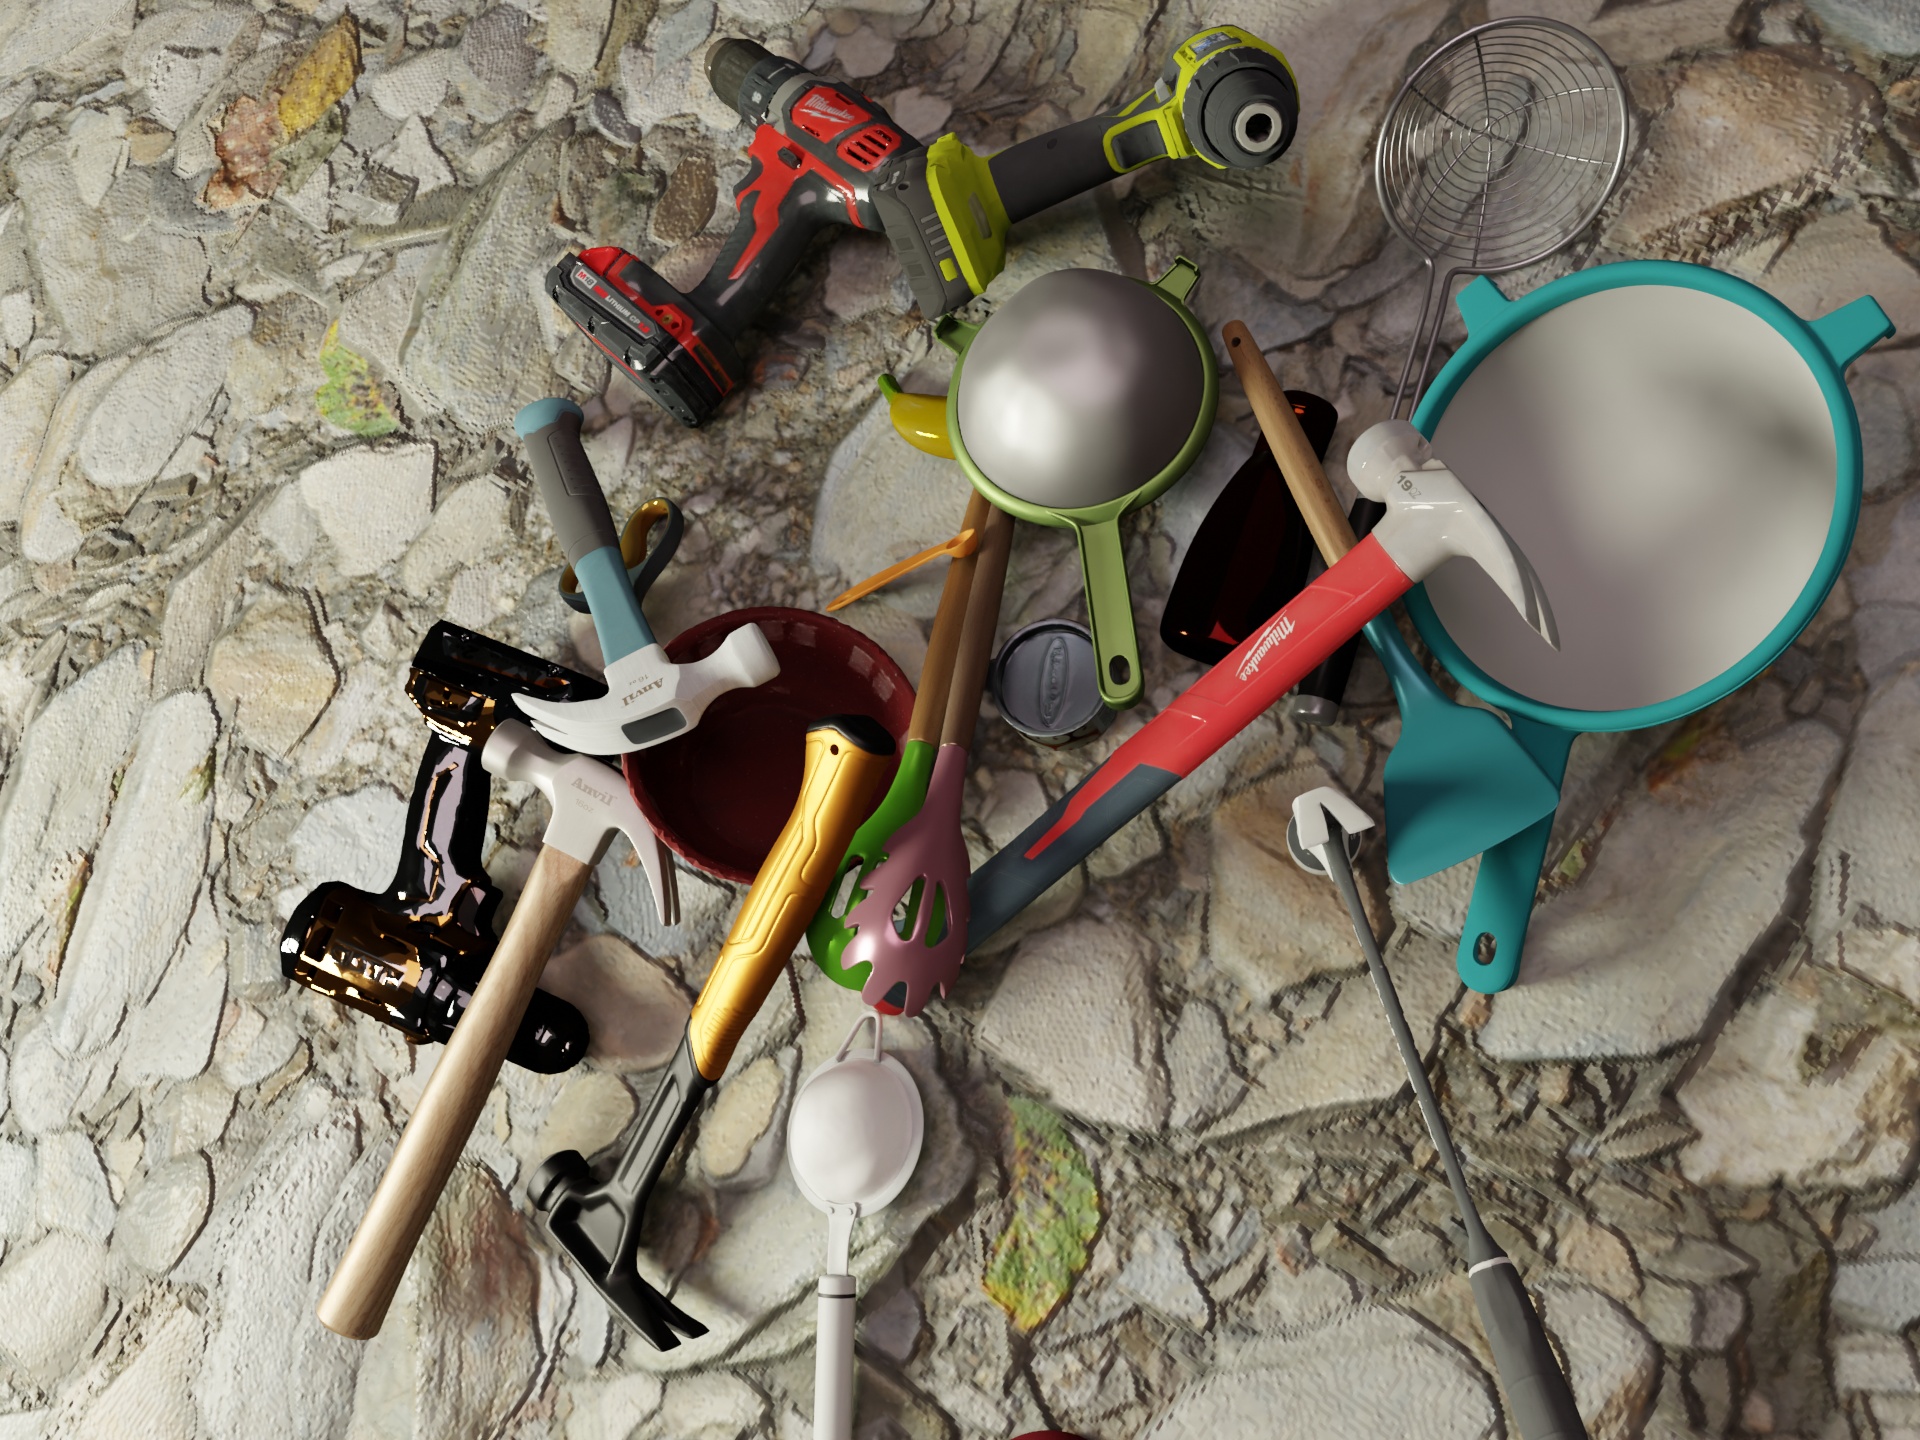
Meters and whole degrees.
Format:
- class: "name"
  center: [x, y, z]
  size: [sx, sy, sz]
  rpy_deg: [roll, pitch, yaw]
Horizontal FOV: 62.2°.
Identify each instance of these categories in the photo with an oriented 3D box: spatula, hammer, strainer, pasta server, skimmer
- class: "spatula"
  center: [0.188, -0.075, 0.772]
  size: [0.082, 0.044, 0.318]
  rpy_deg: [-32, 63, 26]
- class: "hammer"
  center: [-0.253, 0.174, 0.843]
  size: [0.130, 0.031, 0.331]
  rpy_deg: [25, 91, 7]
- class: "strainer"
  center: [0.064, -0.134, 0.826]
  size: [0.151, 0.069, 0.256]
  rpy_deg: [-10, 71, 12]
- class: "pasta server"
  center: [-0.001, -0.003, 0.814]
  size: [0.060, 0.040, 0.316]
  rpy_deg: [18, 56, -10]
- class: "hammer"
  center: [0.095, 0.031, 0.755]
  size: [0.386, 0.038, 0.143]
  rpy_deg: [-42, 42, 20]
- class: "hammer"
  center: [0.223, 0.218, 0.682]
  size: [0.036, 0.149, 0.409]
  rpy_deg: [-20, 75, 8]
- class: "strainer"
  center: [-0.061, 0.275, 0.795]
  size: [0.087, 0.050, 0.258]
  rpy_deg: [-8, 74, 32]
- class: "hammer"
  center: [-0.112, 0.148, 0.784]
  size: [0.127, 0.034, 0.336]
  rpy_deg: [38, 110, 30]
- class: "skimmer"
  center: [0.240, -0.174, 0.808]
  size: [0.127, 0.090, 0.363]
  rpy_deg: [20, 81, -8]
- class: "hammer"
  center: [-0.205, -0.096, 0.897]
  size: [0.128, 0.033, 0.331]
  rpy_deg: [-28, 44, -3]
- class: "strainer"
  center: [0.304, -0.036, 0.750]
  size: [0.211, 0.095, 0.340]
  rpy_deg: [19, 102, 44]

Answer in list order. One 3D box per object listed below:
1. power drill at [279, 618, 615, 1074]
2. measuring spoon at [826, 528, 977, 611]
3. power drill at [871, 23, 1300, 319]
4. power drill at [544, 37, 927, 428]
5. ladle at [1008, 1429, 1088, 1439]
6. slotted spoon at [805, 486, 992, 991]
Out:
- class: "power drill"
  center: [-0.264, 0.076, 0.903]
  size: [0.185, 0.084, 0.226]
  rpy_deg: [21, 85, 15]
- class: "measuring spoon"
  center: [-0.033, -0.080, 0.889]
  size: [0.117, 0.011, 0.021]
  rpy_deg: [-22, 23, 39]
- class: "power drill"
  center: [0.072, -0.302, 0.862]
  size: [0.228, 0.080, 0.191]
  rpy_deg: [-20, 26, 12]
- class: "power drill"
  center: [-0.149, -0.316, 0.990]
  size: [0.227, 0.080, 0.188]
  rpy_deg: [-46, 66, -3]
- class: "ladle"
  center: [-0.063, 0.432, 0.754]
  size: [0.315, 0.031, 0.069]
  rpy_deg: [-33, 67, 8]
- class: "slotted spoon"
  center: [-0.017, -0.009, 0.841]
  size: [0.070, 0.031, 0.314]
  rpy_deg: [11, 62, 6]
